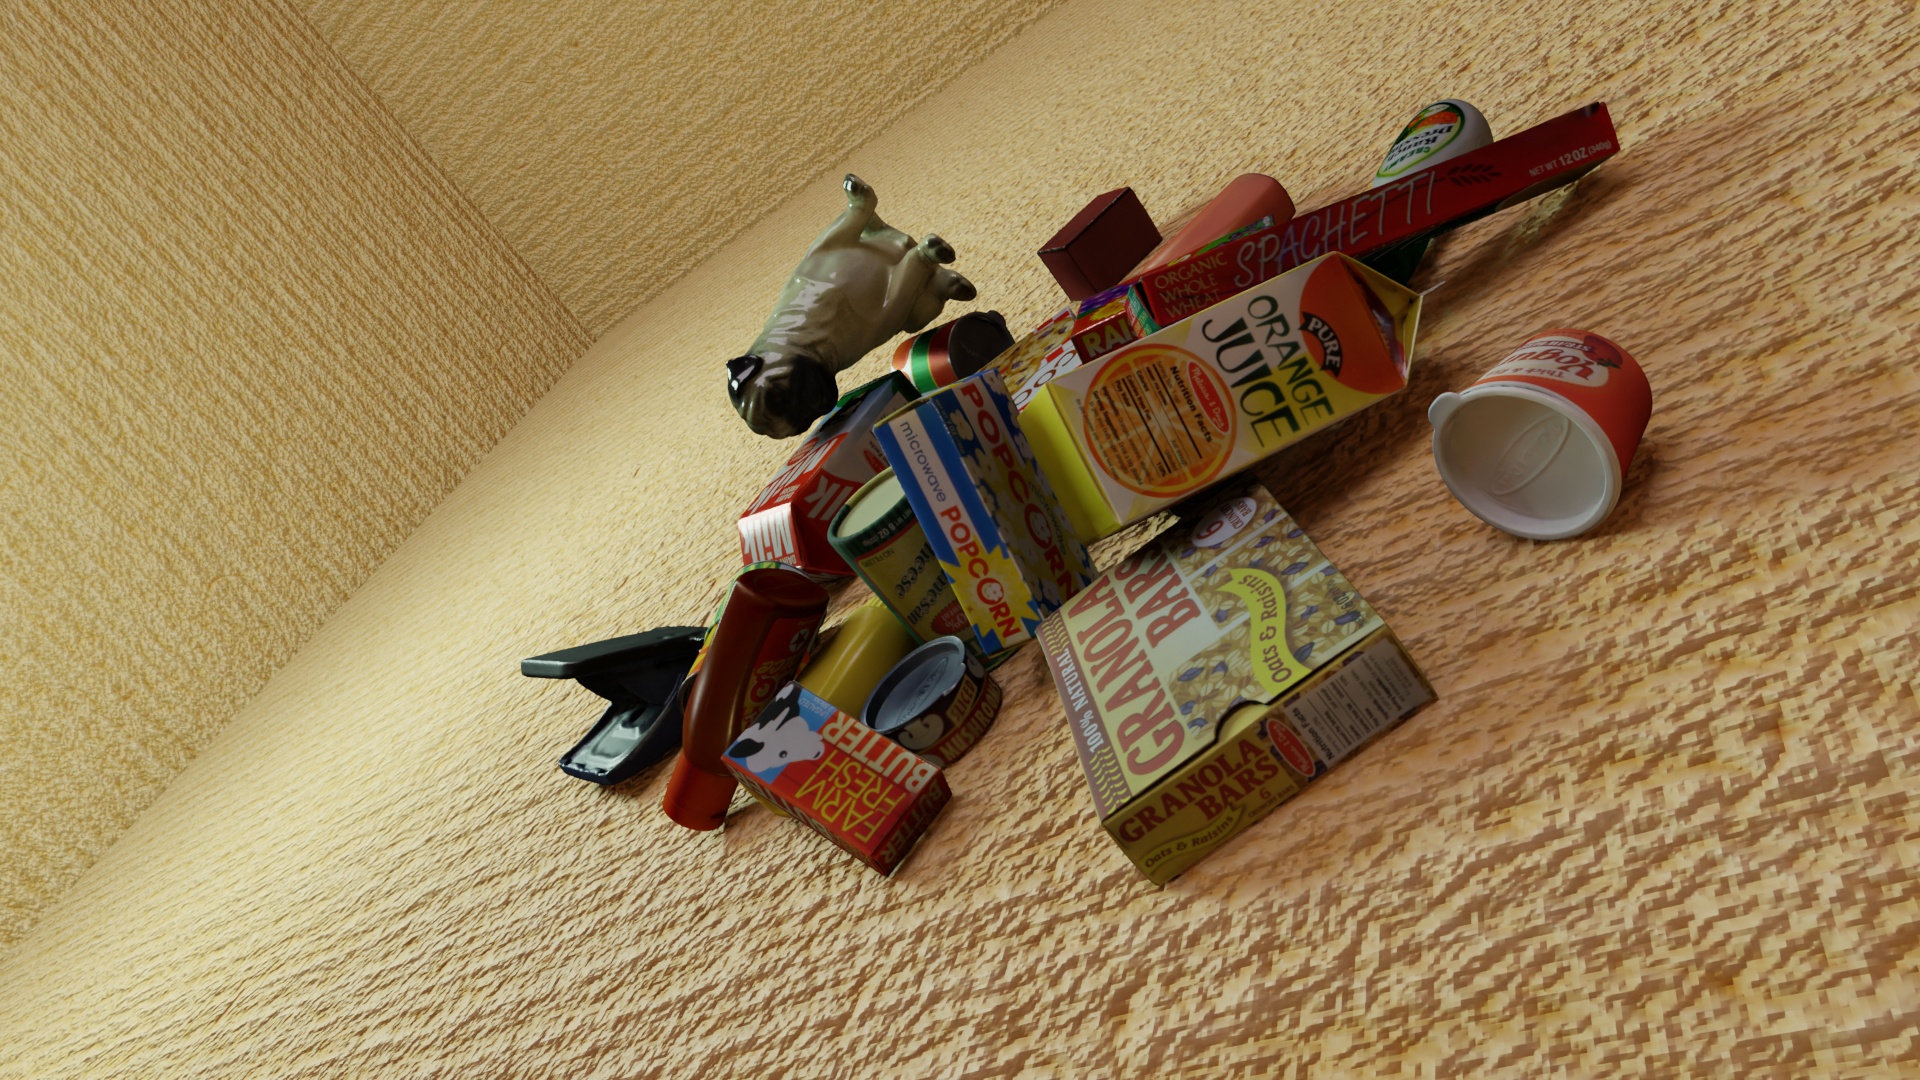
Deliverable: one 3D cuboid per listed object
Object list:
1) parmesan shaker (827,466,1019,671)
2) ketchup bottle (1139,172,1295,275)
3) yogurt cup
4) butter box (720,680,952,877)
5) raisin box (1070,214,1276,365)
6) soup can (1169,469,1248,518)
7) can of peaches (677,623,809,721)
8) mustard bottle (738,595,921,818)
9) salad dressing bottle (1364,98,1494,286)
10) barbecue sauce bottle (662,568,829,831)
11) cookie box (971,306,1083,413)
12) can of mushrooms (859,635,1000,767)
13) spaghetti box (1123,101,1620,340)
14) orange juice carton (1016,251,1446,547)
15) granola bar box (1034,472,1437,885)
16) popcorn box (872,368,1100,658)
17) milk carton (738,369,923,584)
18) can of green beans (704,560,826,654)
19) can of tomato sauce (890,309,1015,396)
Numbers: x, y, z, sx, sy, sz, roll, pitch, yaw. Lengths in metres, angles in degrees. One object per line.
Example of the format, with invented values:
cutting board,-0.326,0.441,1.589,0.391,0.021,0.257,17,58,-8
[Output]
parmesan shaker,-0.016,0.017,0.732,0.071,0.103,0.071,-34,21,16
ketchup bottle,0.157,-0.186,0.940,0.149,0.043,0.065,-44,20,-10
yogurt cup,0.218,-0.042,0.513,0.054,0.072,0.072,-43,19,-31
butter box,-0.059,0.111,0.657,0.103,0.024,0.053,25,61,33
raisin box,0.127,-0.134,0.784,0.123,0.040,0.086,-22,18,17
soup can,0.100,-0.048,0.725,0.071,0.071,0.084,-46,21,-17
can of peaches,-0.129,0.084,0.837,0.071,0.071,0.058,-29,22,26
mustard bottle,-0.057,0.077,0.756,0.065,0.048,0.161,-23,25,50
salad dressing bottle,0.257,-0.194,0.784,0.064,0.044,0.148,-14,33,47
barbecue sauce bottle,-0.123,0.089,0.766,0.065,0.044,0.148,-8,-56,-64
cookie box,0.043,-0.088,0.940,0.123,0.040,0.168,-35,20,12
can of mushrooms,-0.013,0.082,0.693,0.071,0.033,0.071,-34,21,15
spaghetti box,0.203,-0.157,0.698,0.250,0.028,0.050,-21,-4,-2
orange juice carton,0.131,-0.072,0.644,0.193,0.073,0.071,-26,-4,-11
granola bar box,0.100,0.047,0.564,0.124,0.039,0.166,-37,20,9
popcorn box,0.016,-0.017,0.687,0.038,0.126,0.085,-25,4,27
milk carton,-0.090,-0.031,1.000,0.072,0.073,0.191,-16,31,48
can of green beans,-0.125,0.056,0.891,0.071,0.071,0.058,-29,23,27
can of tomato sauce,-0.006,-0.139,1.084,0.083,0.071,0.071,-11,35,54
